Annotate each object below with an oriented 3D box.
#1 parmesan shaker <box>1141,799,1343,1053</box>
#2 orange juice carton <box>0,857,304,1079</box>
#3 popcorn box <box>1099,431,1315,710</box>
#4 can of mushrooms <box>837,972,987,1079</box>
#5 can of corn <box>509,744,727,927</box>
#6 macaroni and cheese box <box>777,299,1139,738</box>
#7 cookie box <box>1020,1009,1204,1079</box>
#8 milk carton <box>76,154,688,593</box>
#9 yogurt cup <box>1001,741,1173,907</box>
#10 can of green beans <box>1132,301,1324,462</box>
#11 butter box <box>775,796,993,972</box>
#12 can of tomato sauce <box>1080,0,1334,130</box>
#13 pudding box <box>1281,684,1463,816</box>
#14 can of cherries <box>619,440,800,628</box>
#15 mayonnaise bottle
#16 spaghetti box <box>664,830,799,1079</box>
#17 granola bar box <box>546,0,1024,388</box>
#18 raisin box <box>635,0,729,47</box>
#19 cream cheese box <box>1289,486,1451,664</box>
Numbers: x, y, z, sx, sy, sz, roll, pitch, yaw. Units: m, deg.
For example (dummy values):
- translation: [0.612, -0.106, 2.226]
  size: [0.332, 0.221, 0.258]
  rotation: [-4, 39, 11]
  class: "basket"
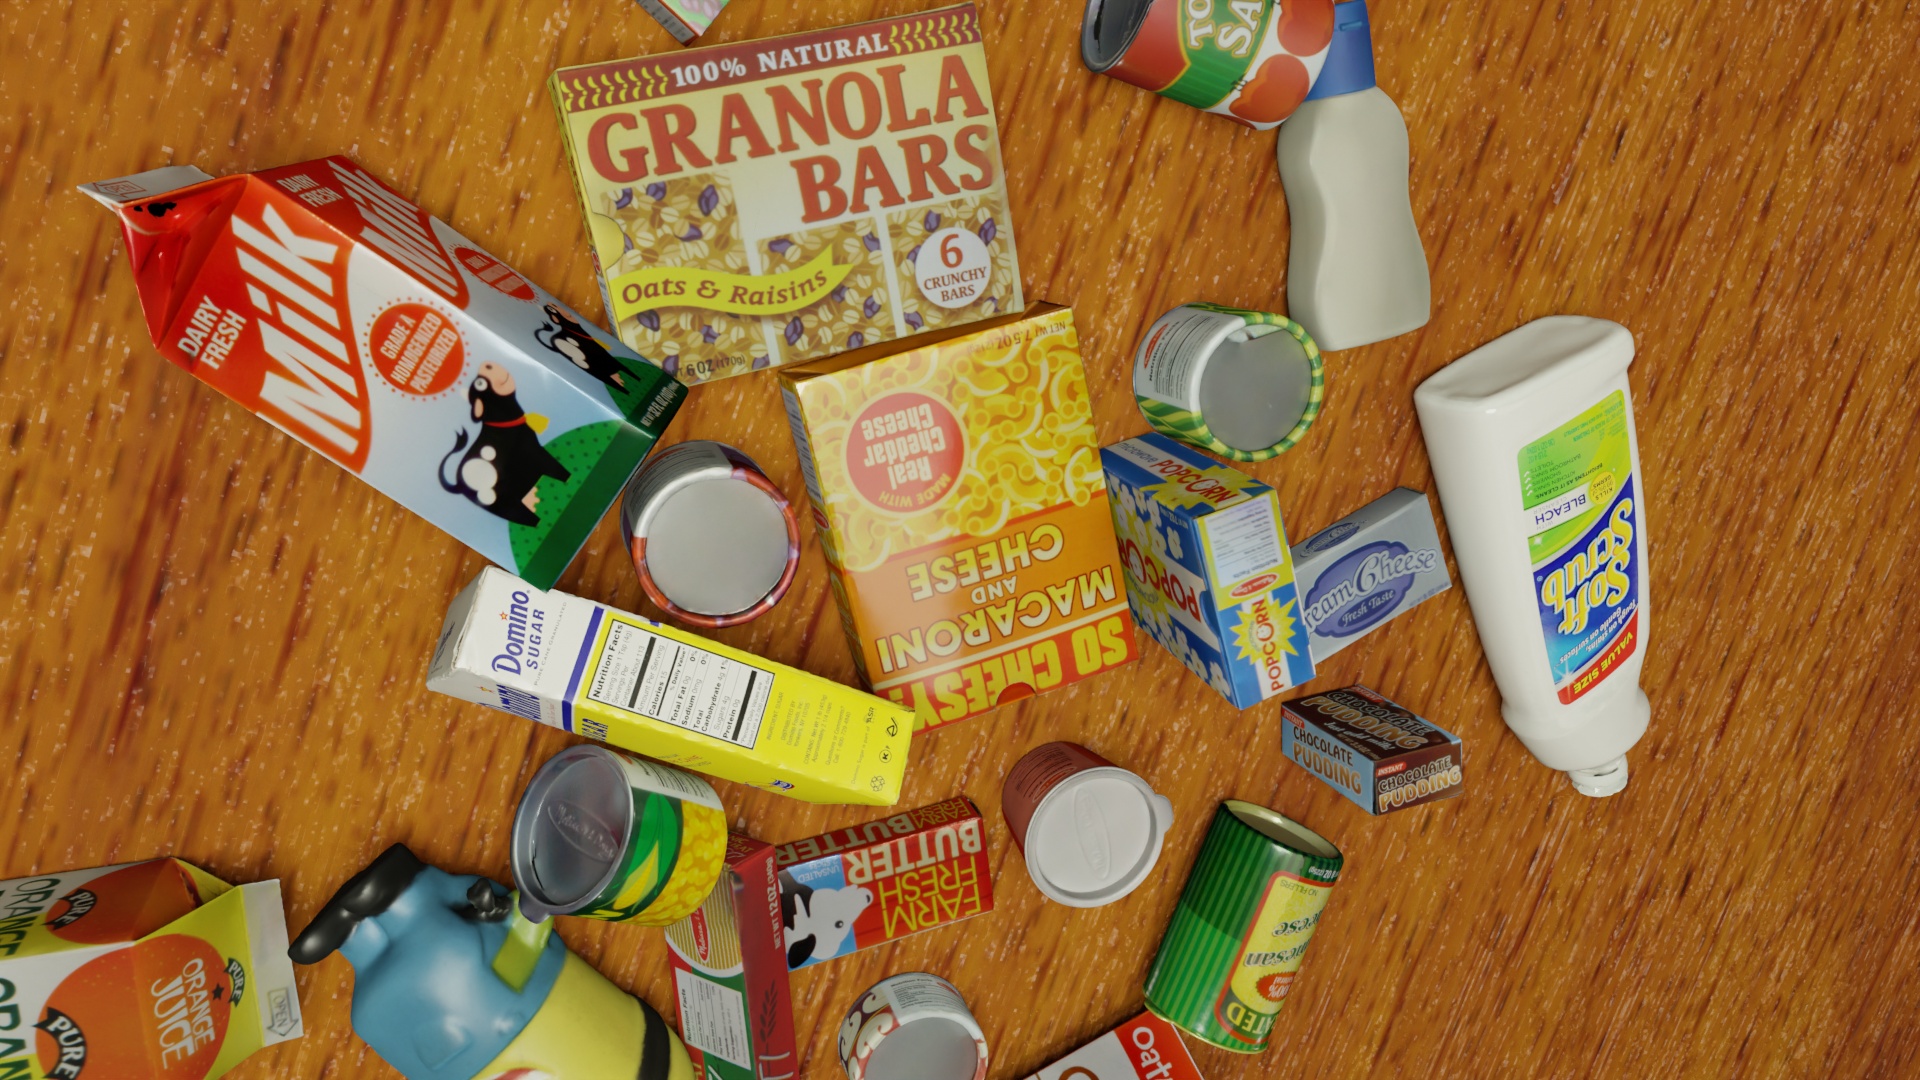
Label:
- translation: [0.137, 0.188, 0.684]
  size: [0.071, 0.071, 0.103]
  rotation: [19, 96, -22]
  class: "parmesan shaker"
- translation: [-0.350, 0.171, 0.509]
  size: [0.193, 0.073, 0.071]
  rotation: [-5, 105, -18]
  class: "orange juice carton"
- translation: [0.099, 0.008, 0.596]
  size: [0.038, 0.127, 0.085]
  rotation: [-19, 108, -9]
  class: "popcorn box"
- translation: [-0.023, 0.246, 0.661]
  size: [0.071, 0.033, 0.071]
  rotation: [-5, 104, -19]
  class: "can of mushrooms"
- translation: [-0.139, 0.124, 0.564]
  size: [0.071, 0.071, 0.058]
  rotation: [-57, 142, 1]
  class: "can of corn"
- translation: [0.002, -0.008, 0.605]
  size: [0.124, 0.040, 0.166]
  rotation: [-17, 108, -14]
  class: "macaroni and cheese box"
- translation: [0.055, 0.319, 0.666]
  size: [0.168, 0.040, 0.123]
  rotation: [-25, 67, -12]
  class: "cookie box"
- translation: [-0.199, -0.071, 0.486]
  size: [0.190, 0.072, 0.073]
  rotation: [34, 106, -12]
  class: "milk carton"
- translation: [0.053, 0.129, 0.648]
  size: [0.072, 0.054, 0.072]
  rotation: [-5, 104, -18]
  class: "yogurt cup"
- translation: [0.119, -0.072, 0.621]
  size: [0.071, 0.058, 0.071]
  rotation: [-5, 105, -18]
  class: "can of green beans"
- translation: [-0.038, 0.158, 0.640]
  size: [0.104, 0.024, 0.053]
  rotation: [-13, 107, -16]
  class: "butter box"
- translation: [0.103, -0.214, 0.574]
  size: [0.083, 0.071, 0.071]
  rotation: [12, 99, -22]
  class: "can of tomato sauce"
- translation: [0.198, 0.101, 0.675]
  size: [0.050, 0.084, 0.030]
  rotation: [-10, 106, -16]
  class: "pudding box"
- translation: [-0.100, -0.002, 0.562]
  size: [0.071, 0.058, 0.071]
  rotation: [-4, 104, -18]
  class: "can of cherries"
- translation: [0.174, -0.164, 0.628]
  size: [0.065, 0.041, 0.147]
  rotation: [-17, 107, -16]
  class: "mayonnaise bottle"
- translation: [-0.098, 0.248, 0.624]
  size: [0.029, 0.050, 0.249]
  rotation: [-23, 114, -51]
  class: "spaghetti box"
- translation: [-0.065, -0.136, 0.552]
  size: [0.166, 0.039, 0.123]
  rotation: [-15, 107, -15]
  class: "granola bar box"
- translation: [-0.119, -0.257, 0.505]
  size: [0.123, 0.040, 0.086]
  rotation: [39, 89, -24]
  class: "raisin box"
- translation: [0.190, 0.021, 0.685]
  size: [0.104, 0.024, 0.053]
  rotation: [-28, 110, -11]
  class: "cream cheese box"
